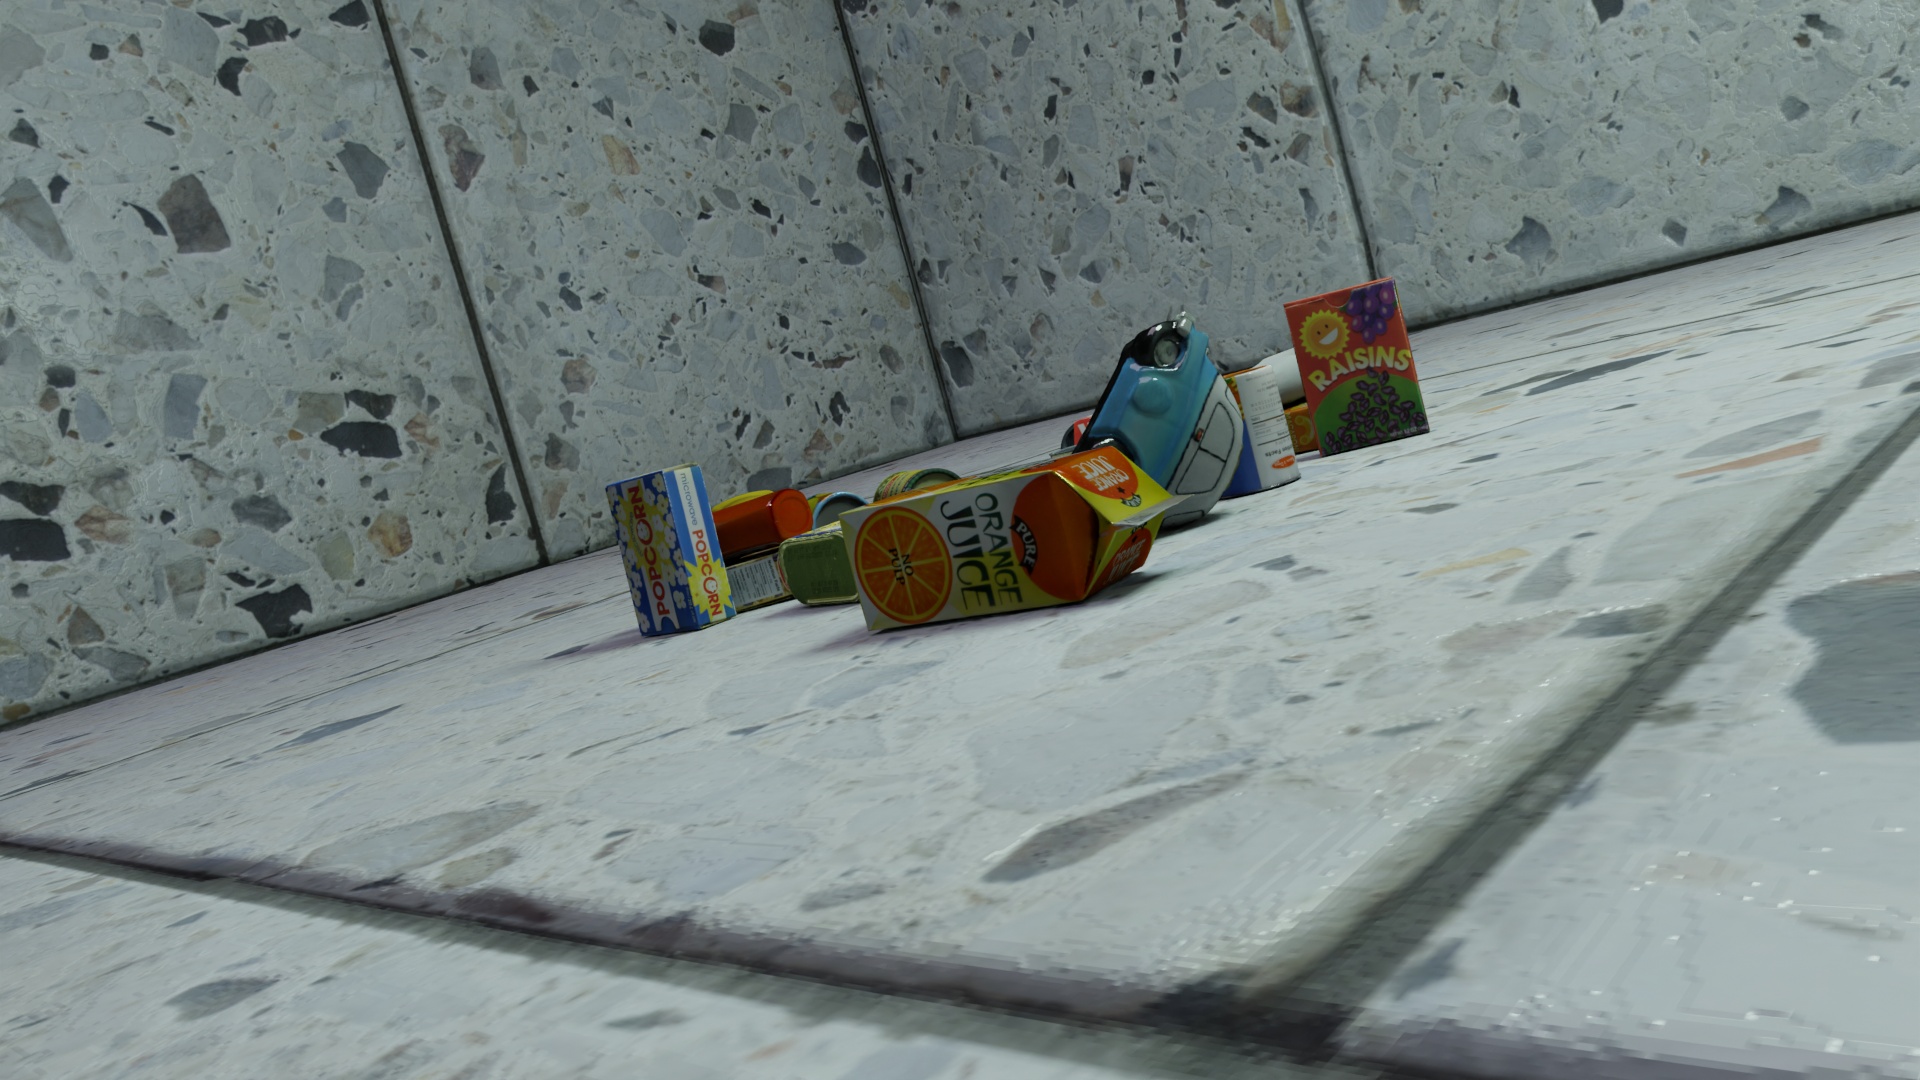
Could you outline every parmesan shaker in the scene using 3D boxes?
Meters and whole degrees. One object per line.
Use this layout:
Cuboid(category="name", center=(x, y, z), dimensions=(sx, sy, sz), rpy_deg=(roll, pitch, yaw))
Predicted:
Cuboid(category="parmesan shaker", center=(-0.034, -0.035, 1.274), dimensions=(0.071, 0.071, 0.103), rpy_deg=(-17, 5, -18))

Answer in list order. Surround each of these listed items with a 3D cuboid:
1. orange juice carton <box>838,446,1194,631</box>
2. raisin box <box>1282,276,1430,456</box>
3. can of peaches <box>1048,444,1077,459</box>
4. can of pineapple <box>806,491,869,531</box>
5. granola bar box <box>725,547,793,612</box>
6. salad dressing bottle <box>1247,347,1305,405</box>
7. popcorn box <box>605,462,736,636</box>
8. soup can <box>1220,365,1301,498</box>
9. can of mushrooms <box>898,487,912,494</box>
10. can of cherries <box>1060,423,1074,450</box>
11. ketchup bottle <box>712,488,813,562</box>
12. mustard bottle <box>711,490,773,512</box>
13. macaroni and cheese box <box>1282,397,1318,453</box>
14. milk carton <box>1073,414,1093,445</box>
Cuboid(category="orange juice carton", center=(0.032, -0.003, 0.775), dimensions=(0.192, 0.073, 0.072), rpy_deg=(-10, 7, 36))
Cuboid(category="raisin box", center=(0.309, -0.136, 1.085), dimensions=(0.086, 0.123, 0.040), rpy_deg=(-13, 5, 21))
Cuboid(category="can of peaches", center=(0.112, -0.051, 1.107), dimensions=(0.071, 0.058, 0.071), rpy_deg=(-15, 5, 1))
Cuboid(category="can of pineapple", center=(-0.118, -0.015, 1.305), dimensions=(0.071, 0.071, 0.058), rpy_deg=(-18, 7, -25))
Cuboid(category="granola bar box", center=(-0.123, 0.015, 1.174), dimensions=(0.124, 0.039, 0.166), rpy_deg=(-17, 5, 6))
Cuboid(category="salad dressing bottle", center=(0.270, -0.136, 1.181), dimensions=(0.148, 0.044, 0.064), rpy_deg=(-22, 11, -36))
Cuboid(category="popcorn box", center=(-0.230, 0.008, 1.096), dimensions=(0.085, 0.126, 0.038), rpy_deg=(-10, 4, 43))
Cuboid(category="soup can", center=(0.201, -0.078, 1.006), dimensions=(0.071, 0.083, 0.071), rpy_deg=(-16, 5, 2))
Cuboid(category="can of mushrooms", center=(-0.020, -0.005, 0.953), dimensions=(0.033, 0.071, 0.071), rpy_deg=(-11, 7, 23))
Cuboid(category="can of cherries", center=(0.146, -0.092, 1.407), dimensions=(0.071, 0.071, 0.058), rpy_deg=(-12, 5, 33))
Cuboid(category="ketchup bottle", center=(-0.197, -0.003, 1.140), dimensions=(0.148, 0.043, 0.065), rpy_deg=(-16, 5, 26))
Cuboid(category="mustard bottle", center=(-0.194, -0.018, 1.254), dimensions=(0.065, 0.048, 0.160), rpy_deg=(-17, 4, -11))
Cuboid(category="macaroni and cheese box", center=(0.271, -0.097, 1.224), dimensions=(0.166, 0.040, 0.124), rpy_deg=(-13, 7, 24))
Cuboid(category="milk carton", center=(0.160, -0.089, 1.275), dimensions=(0.072, 0.073, 0.191), rpy_deg=(-13, 6, 24))
